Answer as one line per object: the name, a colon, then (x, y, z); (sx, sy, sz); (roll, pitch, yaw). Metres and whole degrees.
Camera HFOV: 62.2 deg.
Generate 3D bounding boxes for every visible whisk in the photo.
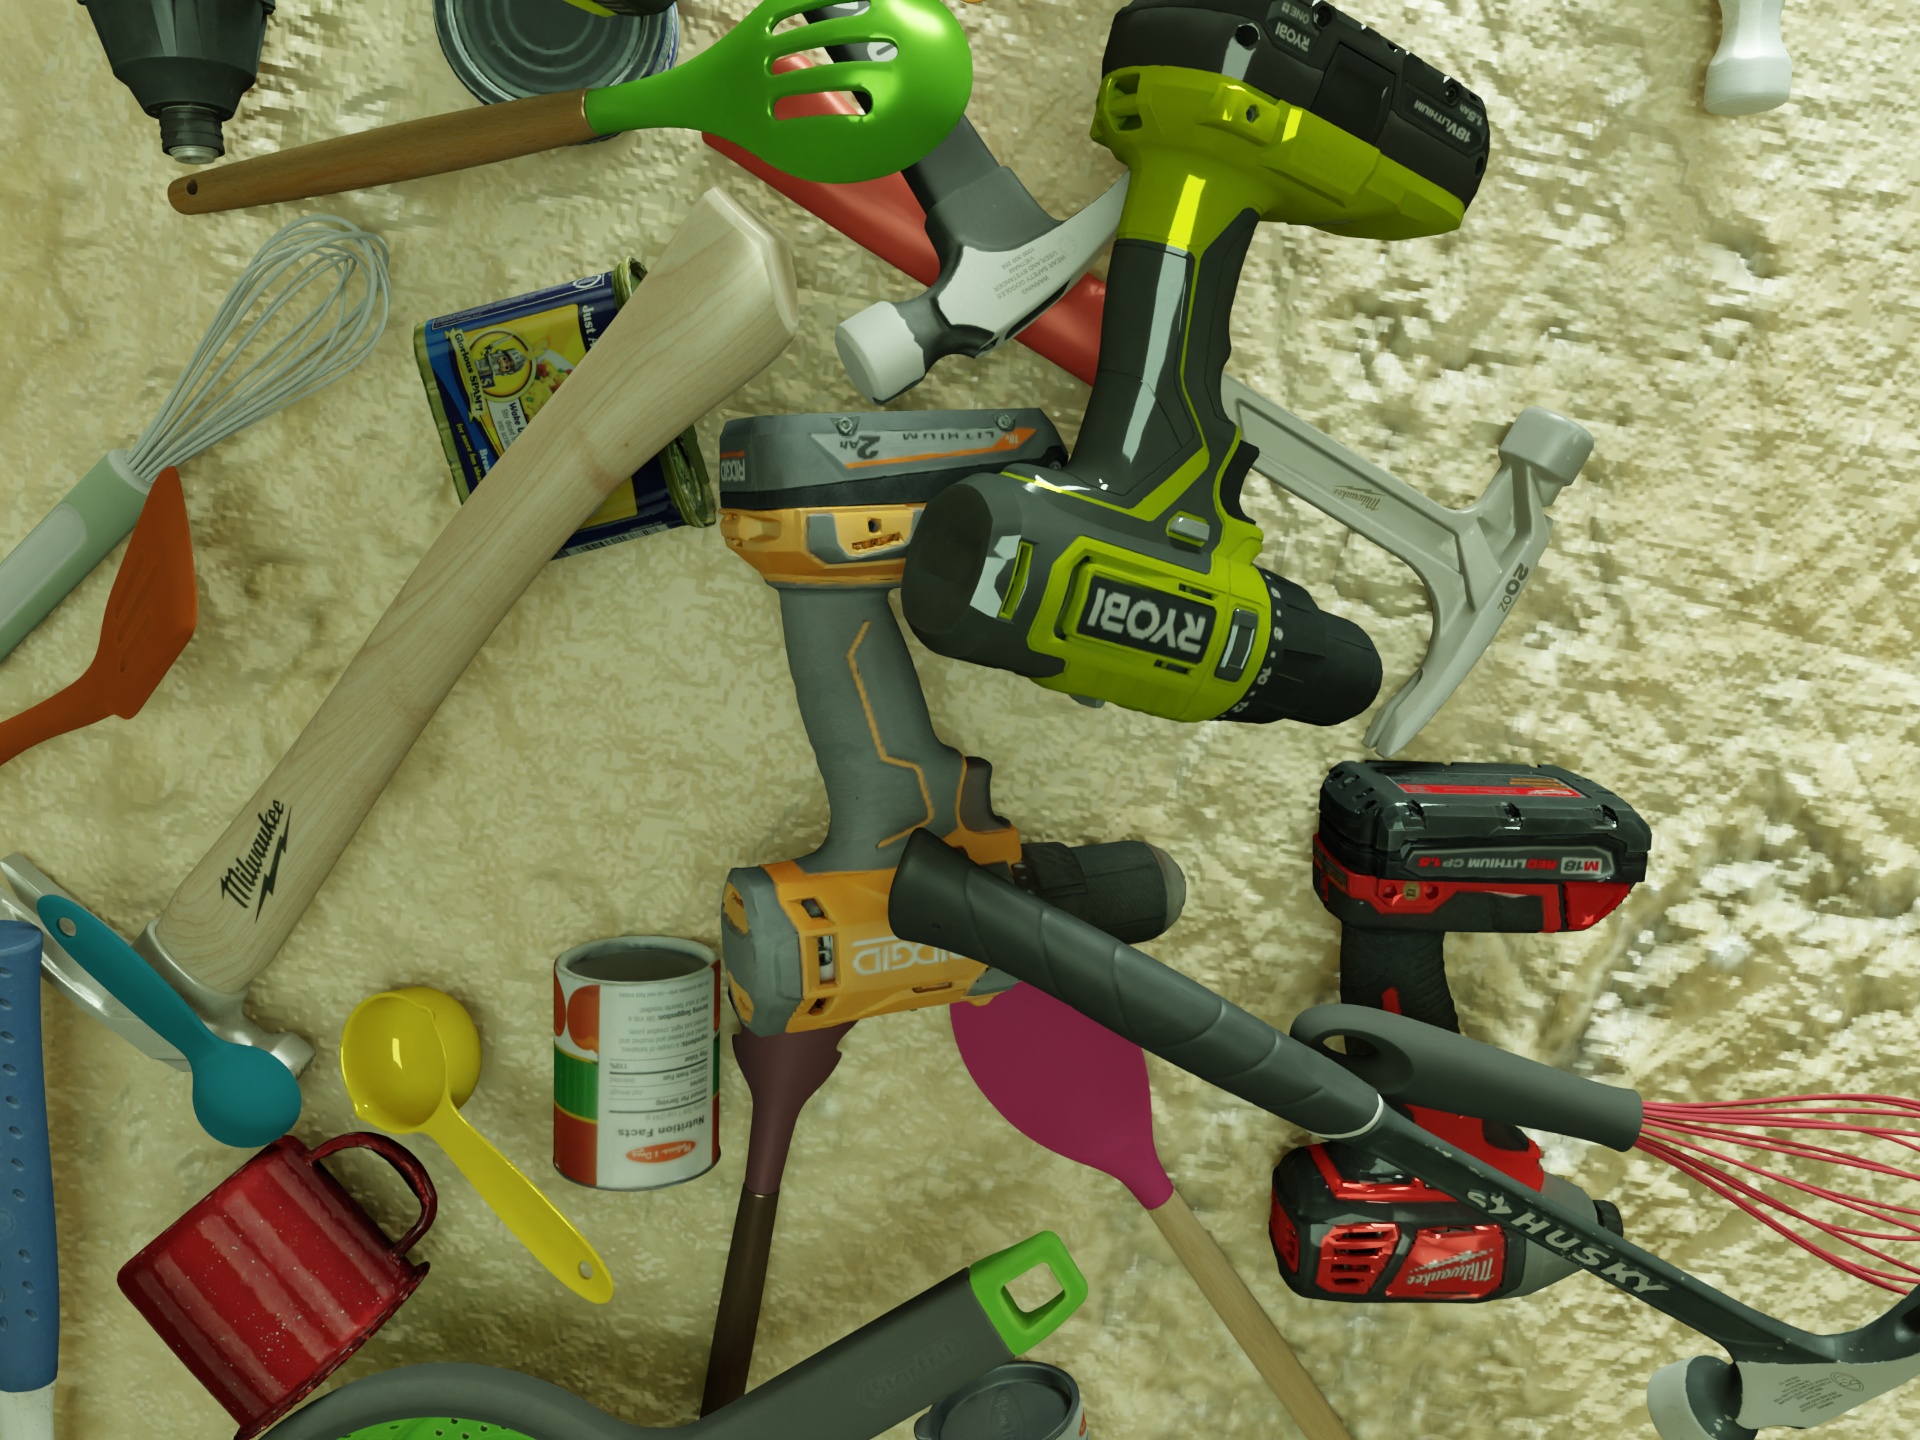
whisk: (0.265, 0.154, 0.588); (0.296, 0.073, 0.073); (15, 98, 0)
whisk: (-0.306, -0.099, 0.601); (0.246, 0.059, 0.058); (-41, 86, 9)

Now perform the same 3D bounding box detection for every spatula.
spatula: (-0.398, 0.021, 0.604); (0.322, 0.041, 0.081); (-31, 59, 11)

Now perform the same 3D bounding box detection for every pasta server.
pasta server: (-0.087, 0.216, 0.671); (0.060, 0.040, 0.316); (10, 103, -4)

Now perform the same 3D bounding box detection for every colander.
colander: (-0.127, 0.302, 0.643); (0.397, 0.094, 0.204); (-31, 95, 3)

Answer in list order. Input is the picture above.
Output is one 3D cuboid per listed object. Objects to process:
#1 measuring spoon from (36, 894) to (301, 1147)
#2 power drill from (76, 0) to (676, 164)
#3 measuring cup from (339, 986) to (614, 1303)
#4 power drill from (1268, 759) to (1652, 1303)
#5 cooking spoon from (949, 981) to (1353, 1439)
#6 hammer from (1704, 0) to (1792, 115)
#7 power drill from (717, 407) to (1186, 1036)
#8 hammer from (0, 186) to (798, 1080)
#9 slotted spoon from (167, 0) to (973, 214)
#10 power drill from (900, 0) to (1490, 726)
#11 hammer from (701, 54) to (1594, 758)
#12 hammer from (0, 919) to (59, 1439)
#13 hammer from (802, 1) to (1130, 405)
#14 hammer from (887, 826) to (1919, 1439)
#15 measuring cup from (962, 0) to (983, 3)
measuring spoon: (-0.307, 0.117, 0.605); (0.042, 0.021, 0.128); (-40, 99, 16)
power drill: (-0.201, -0.288, 0.532); (0.223, 0.080, 0.171); (-2, 96, 20)
measuring cup: (-0.184, 0.167, 0.629); (0.156, 0.029, 0.062); (42, 108, 15)
power drill: (0.205, 0.131, 0.643); (0.143, 0.078, 0.219); (2, 102, -2)
cooking spoon: (0.099, 0.224, 0.681); (0.069, 0.017, 0.319); (-34, 98, 4)
hammer: (0.157, -0.293, 0.550); (0.331, 0.033, 0.128); (-1, 97, -19)
power drill: (-0.001, -0.002, 0.602); (0.185, 0.084, 0.226); (-6, 100, -21)
hammer: (-0.207, -0.027, 0.579); (0.146, 0.038, 0.410); (40, 108, -7)
slotted spoon: (-0.149, -0.204, 0.550); (0.314, 0.031, 0.070); (-3, 90, 19)
power drill: (0.096, -0.109, 0.546); (0.190, 0.080, 0.228); (13, 97, -32)
hammer: (0.060, -0.133, 0.613); (0.359, 0.037, 0.149); (30, 97, -7)
hammer: (-0.374, 0.276, 0.646); (0.144, 0.035, 0.405); (3, 104, -3)
hammer: (-0.057, -0.287, 0.563); (0.146, 0.035, 0.335); (-33, 90, -9)
hammer: (0.155, 0.147, 0.564); (0.409, 0.036, 0.149); (29, 137, -6)
measuring cup: (0.054, -0.303, 0.561); (0.173, 0.052, 0.095); (-44, 107, -8)
